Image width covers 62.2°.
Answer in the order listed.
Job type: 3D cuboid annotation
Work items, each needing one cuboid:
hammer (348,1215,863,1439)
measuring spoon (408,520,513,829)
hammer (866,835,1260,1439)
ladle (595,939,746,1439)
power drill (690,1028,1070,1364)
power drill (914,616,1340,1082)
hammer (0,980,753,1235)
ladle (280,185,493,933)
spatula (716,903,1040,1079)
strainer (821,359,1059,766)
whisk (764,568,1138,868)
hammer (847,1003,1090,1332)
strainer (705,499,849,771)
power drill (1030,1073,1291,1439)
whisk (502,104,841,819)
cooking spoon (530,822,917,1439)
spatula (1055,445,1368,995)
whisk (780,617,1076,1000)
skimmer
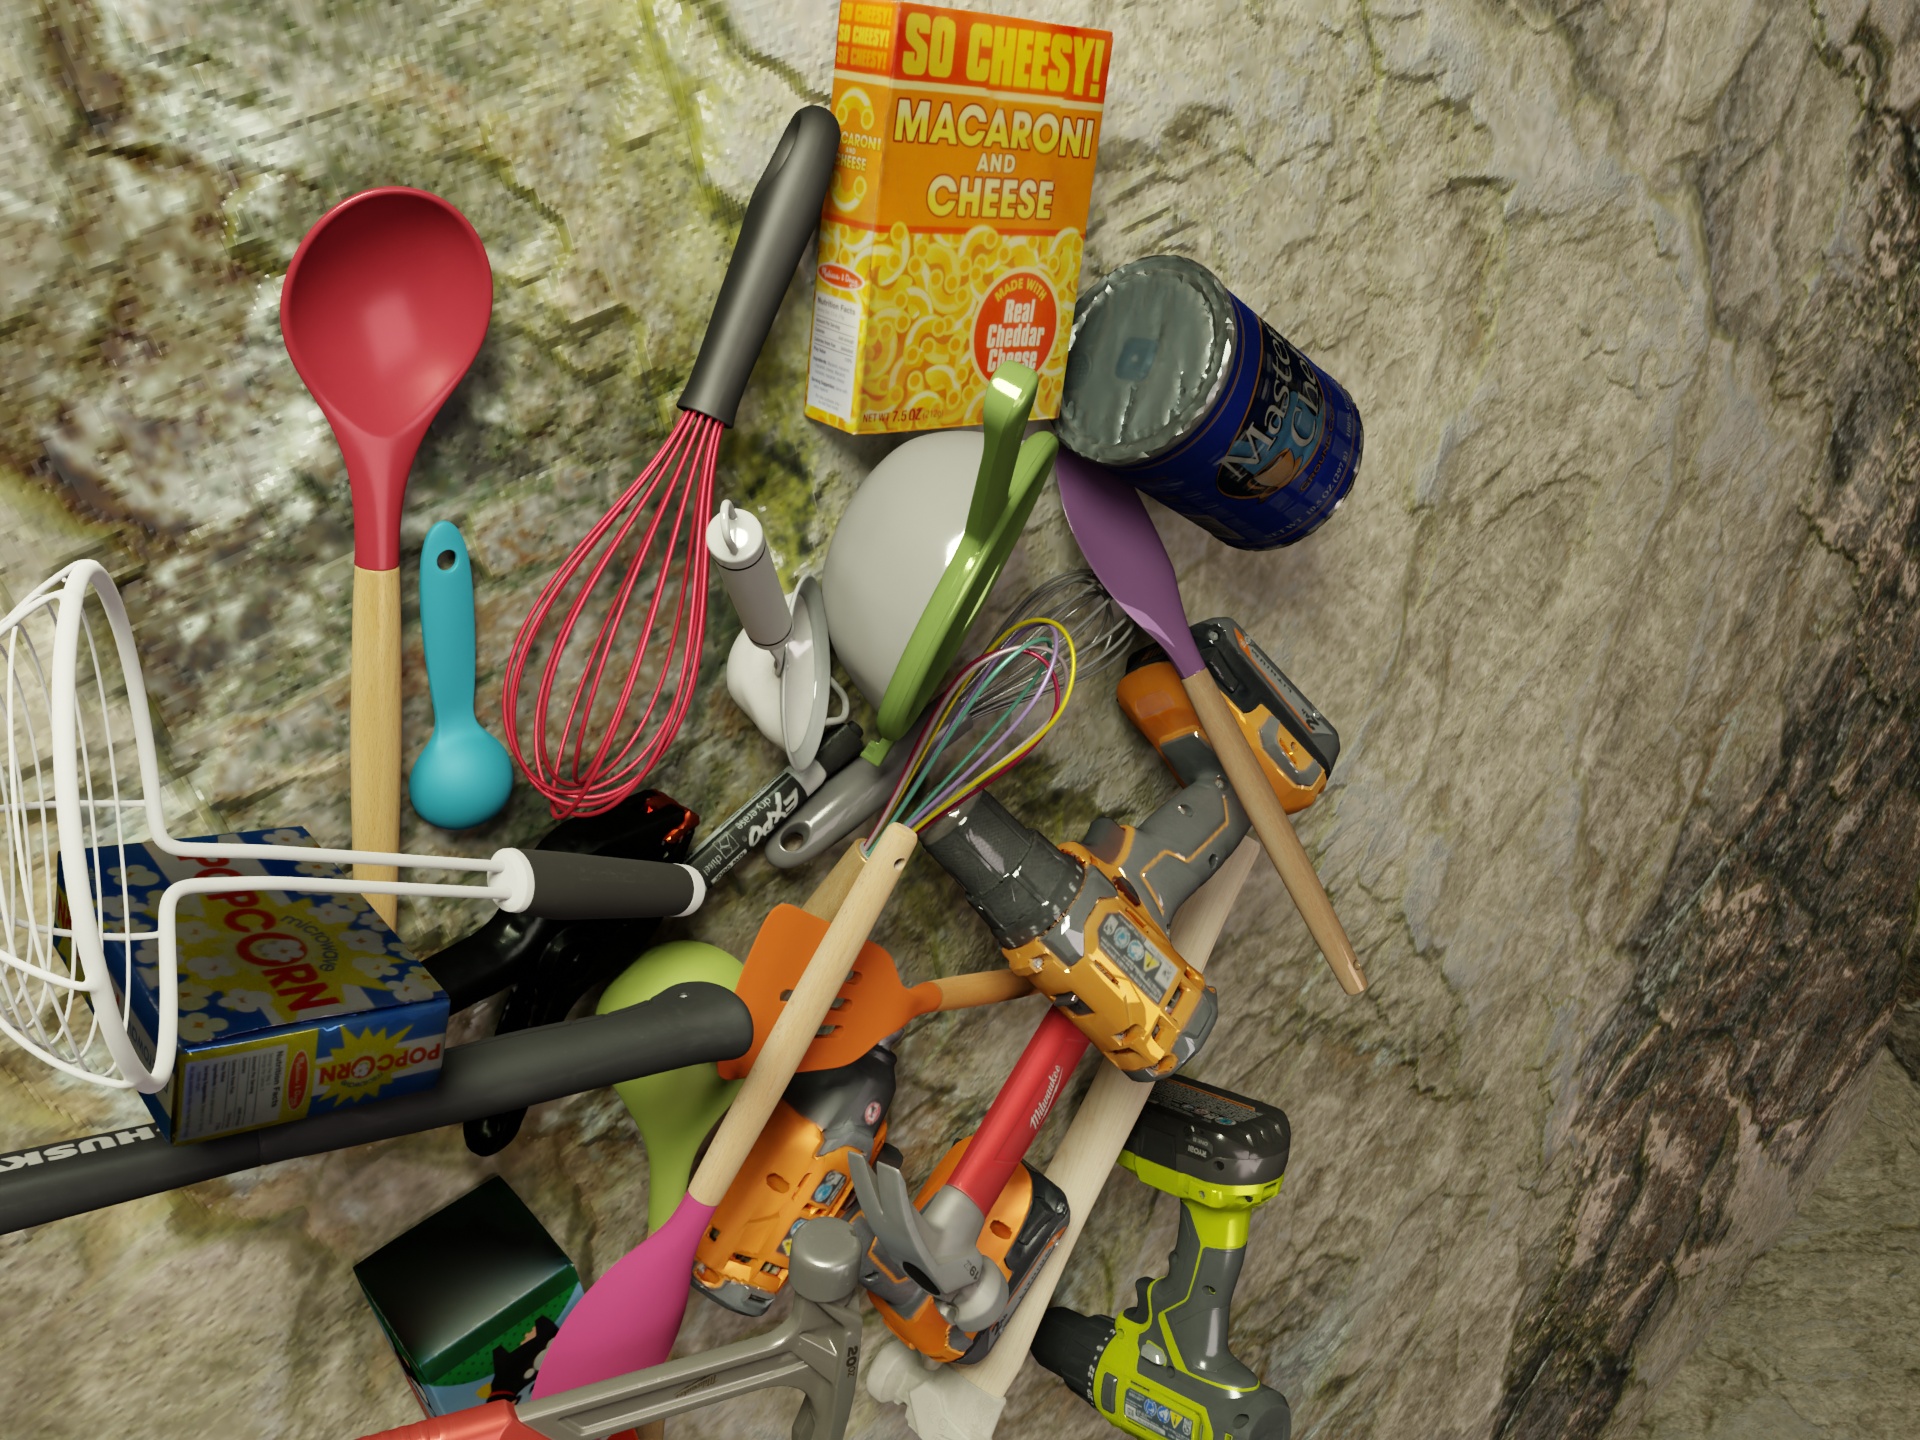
[{"bbox_3d":[-0.209,0.303,0.642,0.359,0.037,0.149,-6,119,-28],"label":"hammer"},{"bbox_3d":[-0.190,-0.013,0.606,0.042,0.021,0.128,-19,124,-39],"label":"measuring spoon"},{"bbox_3d":[0.089,0.257,0.963,0.038,0.146,0.411,33,81,-55],"label":"hammer"},{"bbox_3d":[-0.142,0.254,0.756,0.078,0.062,0.320,5,110,-8],"label":"ladle"},{"bbox_3d":[-0.035,0.256,0.868,0.226,0.084,0.164,39,81,-45],"label":"power drill"},{"bbox_3d":[0.088,0.045,0.829,0.185,0.084,0.226,45,57,-14],"label":"power drill"},{"bbox_3d":[-0.221,0.137,0.536,0.334,0.146,0.035,-7,102,-37],"label":"hammer"},{"bbox_3d":[-0.209,-0.031,0.574,0.069,0.031,0.315,-8,118,-35],"label":"ladle"},{"bbox_3d":[-0.014,0.136,0.815,0.322,0.041,0.081,13,96,-66],"label":"spatula"},{"bbox_3d":[-0.015,-0.085,0.643,0.151,0.069,0.256,-61,177,-17],"label":"strainer"},{"bbox_3d":[-0.001,-0.002,0.789,0.239,0.055,0.055,-38,134,-19],"label":"whisk"},{"bbox_3d":[0.073,0.130,0.872,0.386,0.038,0.143,-54,136,-31],"label":"hammer"},{"bbox_3d":[-0.077,-0.037,0.628,0.258,0.050,0.087,91,3,-76],"label":"strainer"},{"bbox_3d":[0.126,0.351,1.027,0.080,0.191,0.228,-1,97,-45],"label":"power drill"},{"bbox_3d":[-0.107,-0.100,0.620,0.073,0.073,0.296,21,91,-49],"label":"whisk"},{"bbox_3d":[-0.099,0.184,0.687,0.068,0.017,0.319,22,99,-46],"label":"cooking spoon"},{"bbox_3d":[0.129,0.000,0.807,0.060,0.018,0.316,-31,94,-42],"label":"spatula"},{"bbox_3d":[-0.027,0.049,0.734,0.245,0.047,0.051,-51,172,22],"label":"whisk"},{"bbox_3d":[-0.157,0.043,0.502,0.363,0.090,0.127,19,57,-67],"label":"skimmer"}]
